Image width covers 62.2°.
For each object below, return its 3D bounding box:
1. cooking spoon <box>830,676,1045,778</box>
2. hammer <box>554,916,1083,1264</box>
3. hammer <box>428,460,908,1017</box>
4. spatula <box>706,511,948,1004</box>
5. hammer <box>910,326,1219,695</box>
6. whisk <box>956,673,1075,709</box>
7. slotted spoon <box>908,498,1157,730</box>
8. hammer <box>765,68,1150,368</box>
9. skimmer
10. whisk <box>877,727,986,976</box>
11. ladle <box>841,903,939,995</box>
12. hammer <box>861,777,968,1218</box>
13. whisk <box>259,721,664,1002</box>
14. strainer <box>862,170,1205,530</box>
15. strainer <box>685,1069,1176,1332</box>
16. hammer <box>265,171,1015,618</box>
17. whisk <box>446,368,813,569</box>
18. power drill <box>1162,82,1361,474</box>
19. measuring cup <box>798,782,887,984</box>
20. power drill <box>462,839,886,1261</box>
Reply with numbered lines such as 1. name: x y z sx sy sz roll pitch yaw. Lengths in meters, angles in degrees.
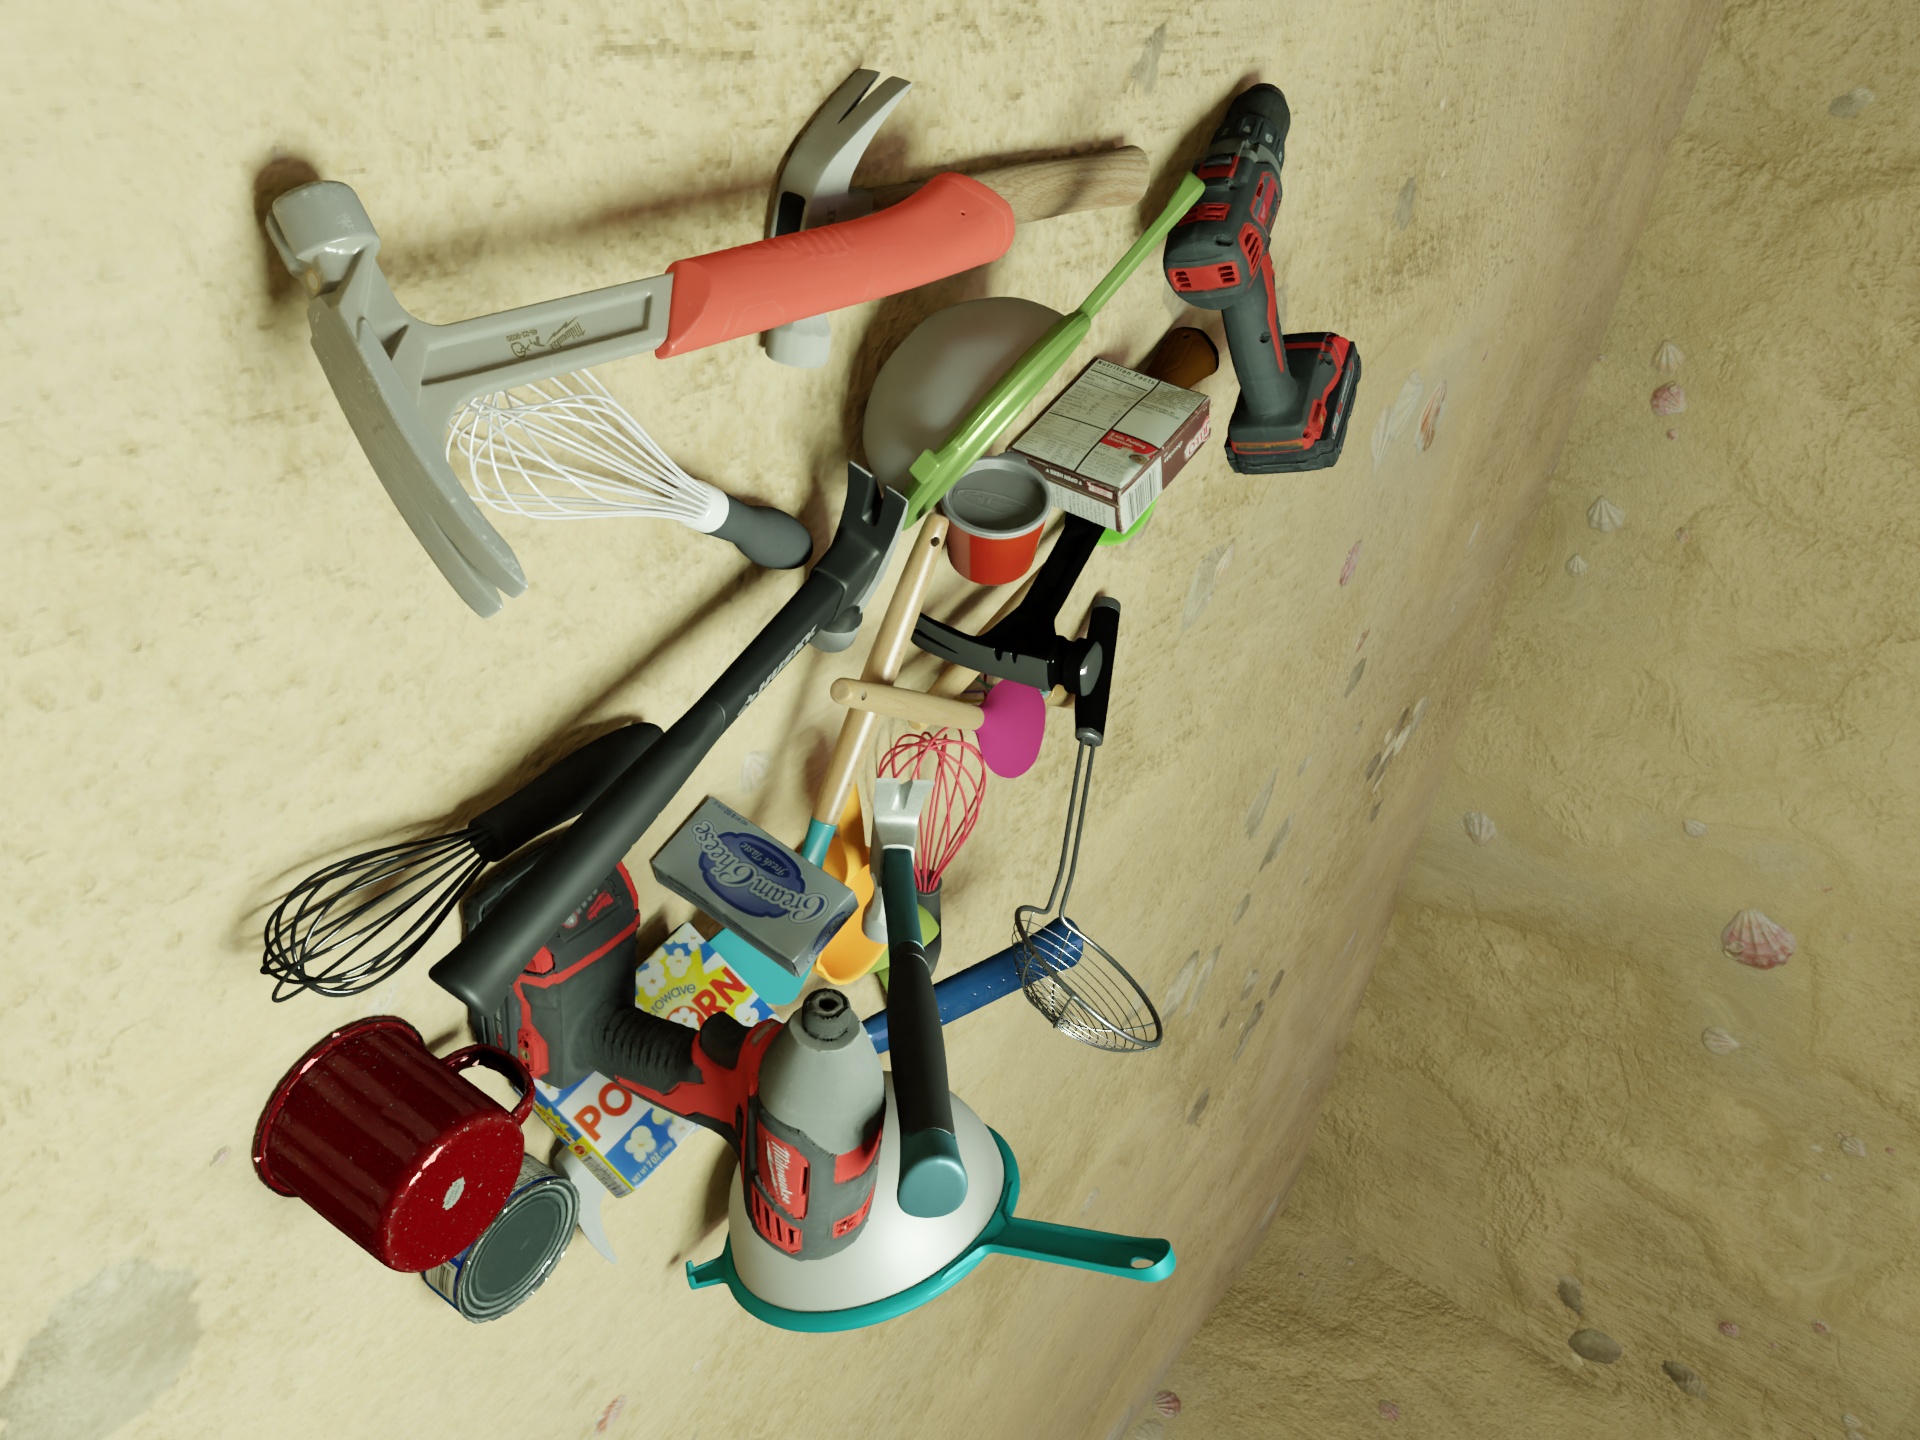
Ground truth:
1. cooking spoon: -0.002 -0.003 0.950 0.318 0.017 0.069 11 88 -67
2. hammer: -0.076 0.215 1.027 0.405 0.035 0.144 -18 133 -38
3. hammer: -0.127 0.007 0.748 0.335 0.035 0.146 -52 175 -37
4. spatula: -0.074 0.029 0.907 0.082 0.044 0.317 17 102 -27
5. hammer: 0.089 -0.155 1.059 0.337 0.127 0.034 -59 154 -33
6. whisk: 0.054 -0.026 1.151 0.245 0.051 0.047 8 100 -67
7. slotted spoon: 0.052 -0.092 1.069 0.314 0.031 0.070 -49 132 -38
8. hammer: 0.014 -0.281 0.850 0.331 0.031 0.130 -32 140 -49
9. skimmer: 0.105 0.058 1.120 0.127 0.090 0.364 32 54 -33
10. whisk: -0.024 0.102 1.108 0.073 0.073 0.295 -46 156 -33
11. ladle: -0.041 0.218 1.182 0.078 0.062 0.319 -24 147 -9
12. hammer: -0.026 0.134 0.819 0.331 0.033 0.128 -103 -163 -65
13. whisk: -0.213 0.056 0.717 0.239 0.055 0.055 -38 145 -50
14. strainer: 0.029 -0.216 0.850 0.256 0.069 0.151 -49 -177 -9
15. strainer: -0.022 0.298 1.033 0.211 0.340 0.095 -41 119 -46
16. hammer: -0.087 -0.165 0.646 0.359 0.037 0.149 -32 96 -46
17. whisk: -0.134 -0.104 0.713 0.070 0.070 0.284 -66 160 3
18. power drill: 0.211 -0.302 1.096 0.226 0.080 0.188 57 44 -45
19. measuring cup: -0.083 0.084 0.985 0.095 0.052 0.173 -42 140 -39
20. power drill: -0.130 0.147 0.750 0.078 0.220 0.143 -36 143 -45
